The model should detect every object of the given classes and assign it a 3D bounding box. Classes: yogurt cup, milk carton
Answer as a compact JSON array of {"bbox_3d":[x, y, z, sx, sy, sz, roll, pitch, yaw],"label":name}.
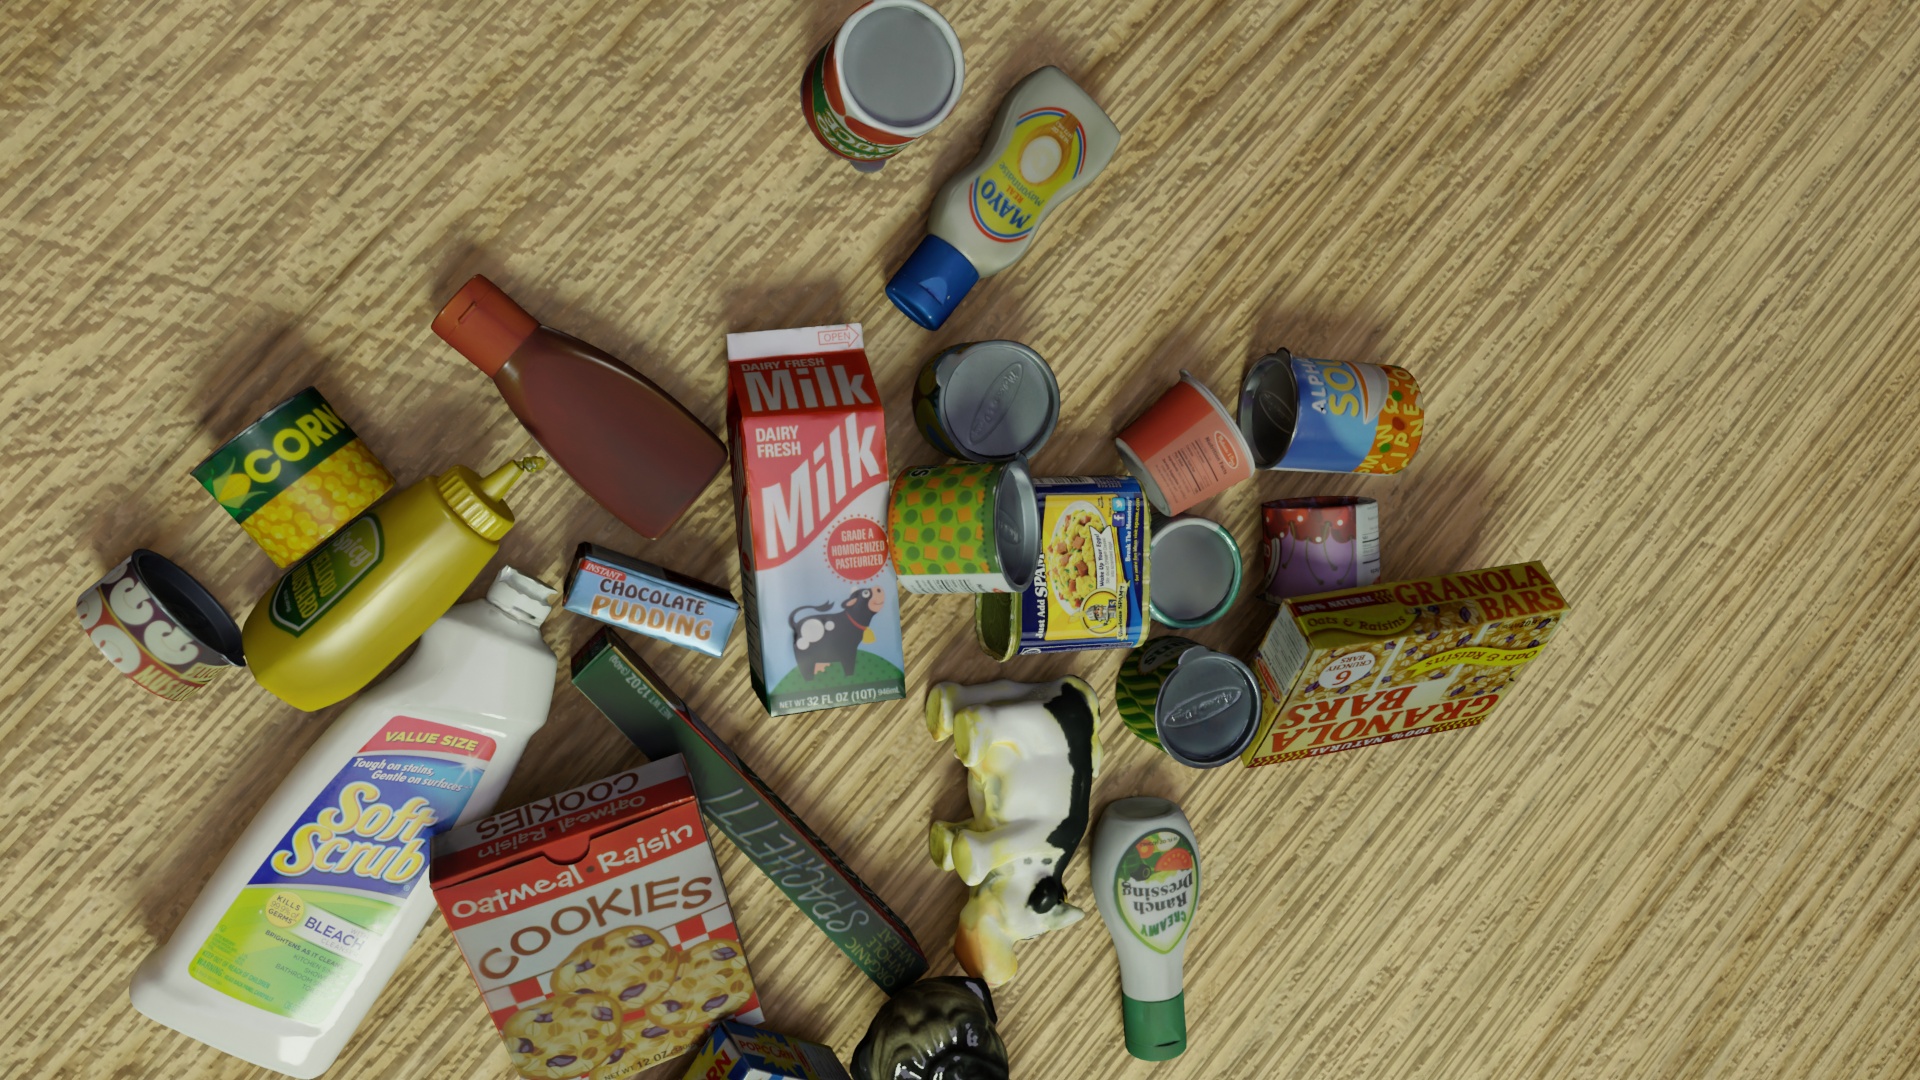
[{"bbox_3d":[0.123,-0.050,0.776,0.054,0.072,0.072,-34,105,-2],"label":"yogurt cup"},{"bbox_3d":[-0.076,-0.013,0.712,0.072,0.073,0.190,-7,97,-15],"label":"milk carton"}]

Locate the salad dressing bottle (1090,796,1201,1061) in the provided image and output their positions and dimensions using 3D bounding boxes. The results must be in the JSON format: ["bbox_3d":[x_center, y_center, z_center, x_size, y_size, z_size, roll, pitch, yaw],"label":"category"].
[{"bbox_3d":[0.110,0.226,0.810,0.064,0.044,0.147,-7,98,-17],"label":"salad dressing bottle"}]

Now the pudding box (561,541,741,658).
[{"bbox_3d":[-0.157,0.030,0.704,0.084,0.050,0.030,20,92,-18],"label":"pudding box"}]

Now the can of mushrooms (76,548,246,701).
[{"bbox_3d":[-0.362,0.041,0.632,0.033,0.071,0.071,-40,106,-8],"label":"can of mushrooms"}]

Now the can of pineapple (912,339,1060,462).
[{"bbox_3d":[0.011,-0.075,0.740,0.071,0.058,0.071,-2,96,-17],"label":"can of pineapple"}]

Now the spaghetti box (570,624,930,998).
[{"bbox_3d":[-0.108,0.145,0.731,0.029,0.050,0.249,-43,106,-6],"label":"spaghetti box"}]

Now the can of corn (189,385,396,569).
[{"bbox_3d":[-0.305,-0.030,0.641,0.071,0.071,0.058,-40,106,-9],"label":"can of corn"}]

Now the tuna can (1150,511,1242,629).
[{"bbox_3d":[0.127,0.019,0.799,0.071,0.033,0.071,-2,96,-17],"label":"tuna can"}]

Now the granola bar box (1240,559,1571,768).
[{"bbox_3d":[0.248,0.073,0.801,0.166,0.039,0.123,-7,142,-16],"label":"granola bar box"}]

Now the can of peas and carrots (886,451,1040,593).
[{"bbox_3d":[0.002,-0.009,0.695,0.058,0.071,0.071,-2,98,21],"label":"can of peas and carrots"}]

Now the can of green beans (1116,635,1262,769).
[{"bbox_3d":[0.130,0.091,0.794,0.071,0.058,0.071,-2,97,-17],"label":"can of green beans"}]

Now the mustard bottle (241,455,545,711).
[{"bbox_3d":[-0.261,0.009,0.653,0.160,0.065,0.048,-41,138,-2],"label":"mustard bottle"}]

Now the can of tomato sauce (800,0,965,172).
[{"bbox_3d":[-0.040,-0.227,0.696,0.071,0.083,0.071,-2,96,-17],"label":"can of tomato sauce"}]

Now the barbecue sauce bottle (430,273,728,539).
[{"bbox_3d":[-0.190,-0.069,0.687,0.148,0.044,0.065,41,87,-16],"label":"barbecue sauce bottle"}]

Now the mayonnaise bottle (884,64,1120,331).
[{"bbox_3d":[0.019,-0.179,0.741,0.064,0.041,0.148,40,83,-19],"label":"mayonnaise bottle"}]

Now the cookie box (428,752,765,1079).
[{"bbox_3d":[-0.175,0.196,0.688,0.123,0.040,0.166,-18,124,-15],"label":"cookie box"}]

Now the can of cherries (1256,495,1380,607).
[{"bbox_3d":[0.206,0.006,0.806,0.071,0.071,0.058,-7,98,-16],"label":"can of cherries"}]

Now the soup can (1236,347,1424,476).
[{"bbox_3d":[0.213,-0.074,0.797,0.084,0.071,0.071,2,95,-18],"label":"soup can"}]

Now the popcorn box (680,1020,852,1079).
[{"bbox_3d":[-0.124,0.322,0.729,0.085,0.038,0.126,34,90,-42],"label":"popcorn box"}]
